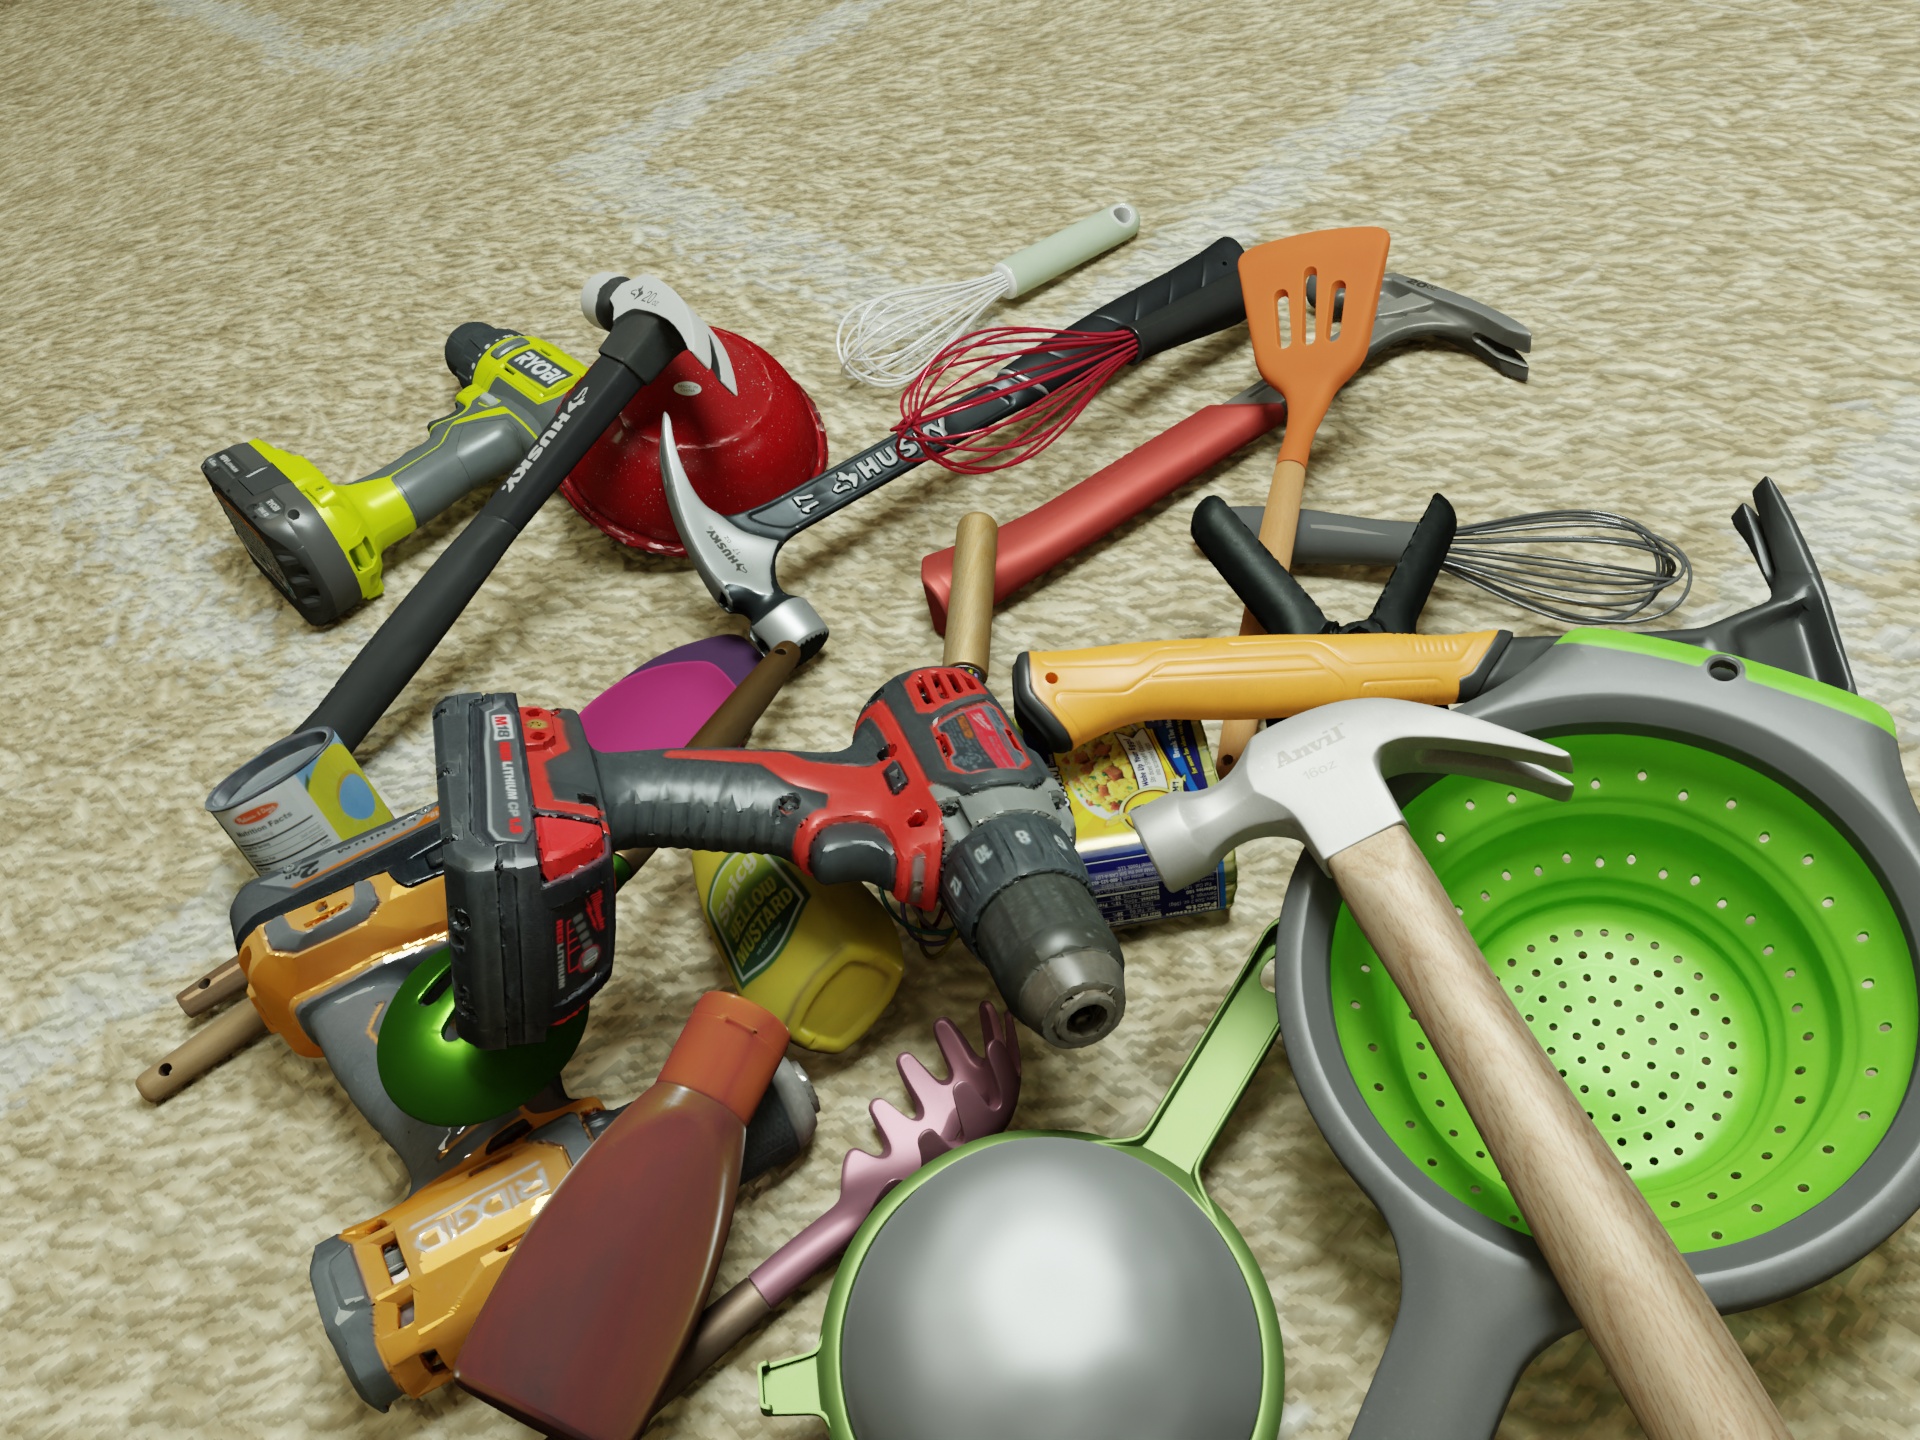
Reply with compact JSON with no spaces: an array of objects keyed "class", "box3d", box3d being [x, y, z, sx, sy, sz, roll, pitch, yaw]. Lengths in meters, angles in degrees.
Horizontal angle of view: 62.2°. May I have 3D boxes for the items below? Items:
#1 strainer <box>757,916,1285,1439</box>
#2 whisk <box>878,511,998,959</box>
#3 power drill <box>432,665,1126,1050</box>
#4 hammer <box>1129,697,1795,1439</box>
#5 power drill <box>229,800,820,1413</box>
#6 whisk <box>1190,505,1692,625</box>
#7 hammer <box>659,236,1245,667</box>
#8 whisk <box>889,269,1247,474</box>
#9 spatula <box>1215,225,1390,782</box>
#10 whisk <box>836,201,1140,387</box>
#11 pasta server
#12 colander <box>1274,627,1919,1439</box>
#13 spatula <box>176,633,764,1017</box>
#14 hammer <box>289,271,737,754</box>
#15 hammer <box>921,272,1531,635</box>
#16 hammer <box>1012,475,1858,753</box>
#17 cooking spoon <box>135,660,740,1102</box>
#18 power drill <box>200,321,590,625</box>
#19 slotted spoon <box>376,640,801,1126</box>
[{"class":"strainer","box3d":[0.057,0.152,0.520,0.151,0.069,0.256,27,61,21]},{"class":"whisk","box3d":[-0.003,-0.001,0.722,0.051,0.047,0.245,2,52,3]},{"class":"power drill","box3d":[-0.063,0.053,0.561,0.226,0.080,0.188,-5,34,-18]},{"class":"hammer","box3d":[0.172,0.128,0.448,0.130,0.031,0.332,-28,57,5]},{"class":"power drill","box3d":[-0.178,0.130,0.631,0.185,0.084,0.226,-25,48,-18]},{"class":"whisk","box3d":[0.221,-0.080,0.762,0.239,0.055,0.055,10,49,30]},{"class":"hammer","box3d":[0.016,-0.184,0.899,0.409,0.036,0.149,-34,78,-25]},{"class":"whisk","box3d":[0.079,-0.200,0.870,0.296,0.073,0.073,-30,44,-33]},{"class":"spatula","box3d":[0.152,-0.108,0.765,0.081,0.041,0.323,-1,57,29]},{"class":"whisk","box3d":[0.022,-0.278,1.021,0.246,0.059,0.058,-33,82,-23]},{"class":"pasta server","box3d":[-0.096,0.212,0.552,0.316,0.040,0.060,-36,12,-18]},{"class":"colander","box3d":[0.175,0.164,0.503,0.205,0.094,0.397,20,71,29]},{"class":"spatula","box3d":[-0.230,0.045,0.773,0.316,0.018,0.060,-35,55,-21]},{"class":"hammer","box3d":[-0.244,-0.089,0.818,0.146,0.035,0.335,30,81,46]},{"class":"hammer","box3d":[0.133,-0.145,0.856,0.359,0.036,0.149,-33,46,-19]},{"class":"hammer","box3d":[0.189,-0.028,0.653,0.337,0.034,0.127,-4,67,-2]},{"class":"cooking spoon","box3d":[-0.234,0.072,0.742,0.319,0.017,0.069,-36,80,-19]},{"class":"power drill","box3d":[-0.335,-0.168,0.982,0.228,0.080,0.191,-35,48,-24]},{"class":"slotted spoon","box3d":[-0.133,0.045,0.660,0.070,0.031,0.314,18,36,9]}]
